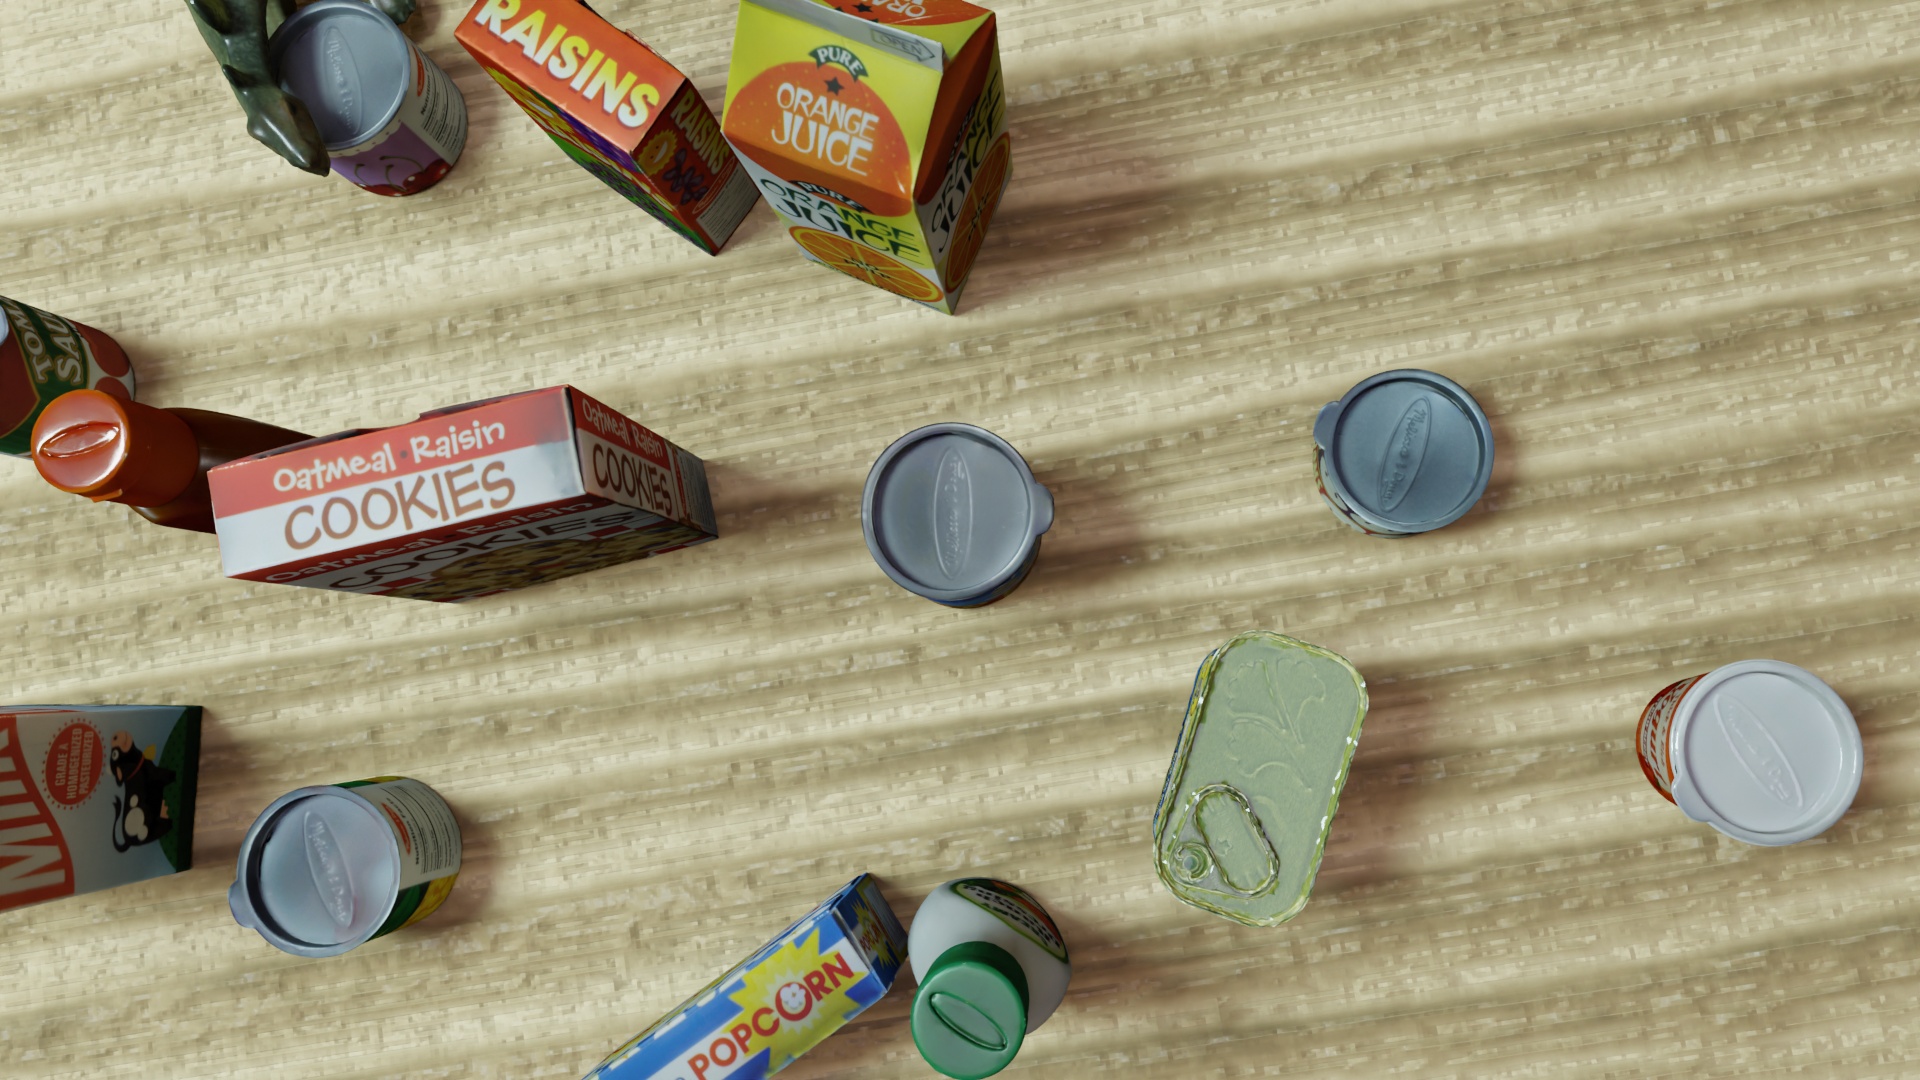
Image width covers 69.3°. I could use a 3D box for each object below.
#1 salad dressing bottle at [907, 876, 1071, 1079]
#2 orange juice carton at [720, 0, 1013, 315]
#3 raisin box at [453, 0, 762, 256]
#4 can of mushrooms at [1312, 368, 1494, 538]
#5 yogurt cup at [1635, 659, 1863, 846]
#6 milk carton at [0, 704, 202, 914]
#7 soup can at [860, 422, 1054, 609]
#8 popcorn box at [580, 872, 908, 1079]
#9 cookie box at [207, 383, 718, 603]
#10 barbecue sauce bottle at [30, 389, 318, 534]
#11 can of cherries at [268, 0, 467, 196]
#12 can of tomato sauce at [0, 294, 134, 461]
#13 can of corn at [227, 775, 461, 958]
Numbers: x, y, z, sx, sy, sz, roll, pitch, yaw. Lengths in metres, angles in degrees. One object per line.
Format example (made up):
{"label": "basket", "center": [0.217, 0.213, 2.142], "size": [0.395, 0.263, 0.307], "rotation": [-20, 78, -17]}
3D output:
{"label": "salad dressing bottle", "center": [0.008, 0.156, 0.499], "size": [0.064, 0.147, 0.044], "rotation": [32, 88, 7]}
{"label": "orange juice carton", "center": [-0.030, -0.151, 0.512], "size": [0.072, 0.192, 0.073], "rotation": [22, 87, 6]}
{"label": "raisin box", "center": [-0.135, -0.169, 0.557], "size": [0.086, 0.123, 0.040], "rotation": [36, 88, 7]}
{"label": "can of mushrooms", "center": [0.176, -0.035, 0.564], "size": [0.071, 0.033, 0.071], "rotation": [0, 84, 4]}
{"label": "yogurt cup", "center": [0.297, 0.080, 0.532], "size": [0.072, 0.054, 0.072], "rotation": [0, 84, 4]}
{"label": "milk carton", "center": [-0.373, 0.099, 0.514], "size": [0.072, 0.190, 0.073], "rotation": [0, 85, 5]}
{"label": "soup can", "center": [0.002, -0.007, 0.549], "size": [0.071, 0.083, 0.071], "rotation": [0, 84, 5]}
{"label": "popcorn box", "center": [-0.083, 0.185, 0.535], "size": [0.127, 0.085, 0.038], "rotation": [-36, 83, 0]}
{"label": "cookie box", "center": [-0.173, -0.012, 0.521], "size": [0.123, 0.167, 0.040], "rotation": [-13, 84, 3]}
{"label": "barbecue sauce bottle", "center": [-0.291, -0.026, 0.542], "size": [0.065, 0.148, 0.043], "rotation": [-14, 84, 3]}
{"label": "can of cherries", "center": [-0.259, -0.190, 0.602], "size": [0.071, 0.058, 0.071], "rotation": [0, 84, 4]}
{"label": "can of tomato sauce", "center": [-0.406, -0.071, 0.588], "size": [0.071, 0.083, 0.071], "rotation": [0, 84, 5]}
{"label": "can of corn", "center": [-0.249, 0.132, 0.567], "size": [0.071, 0.058, 0.071], "rotation": [0, 84, 4]}
